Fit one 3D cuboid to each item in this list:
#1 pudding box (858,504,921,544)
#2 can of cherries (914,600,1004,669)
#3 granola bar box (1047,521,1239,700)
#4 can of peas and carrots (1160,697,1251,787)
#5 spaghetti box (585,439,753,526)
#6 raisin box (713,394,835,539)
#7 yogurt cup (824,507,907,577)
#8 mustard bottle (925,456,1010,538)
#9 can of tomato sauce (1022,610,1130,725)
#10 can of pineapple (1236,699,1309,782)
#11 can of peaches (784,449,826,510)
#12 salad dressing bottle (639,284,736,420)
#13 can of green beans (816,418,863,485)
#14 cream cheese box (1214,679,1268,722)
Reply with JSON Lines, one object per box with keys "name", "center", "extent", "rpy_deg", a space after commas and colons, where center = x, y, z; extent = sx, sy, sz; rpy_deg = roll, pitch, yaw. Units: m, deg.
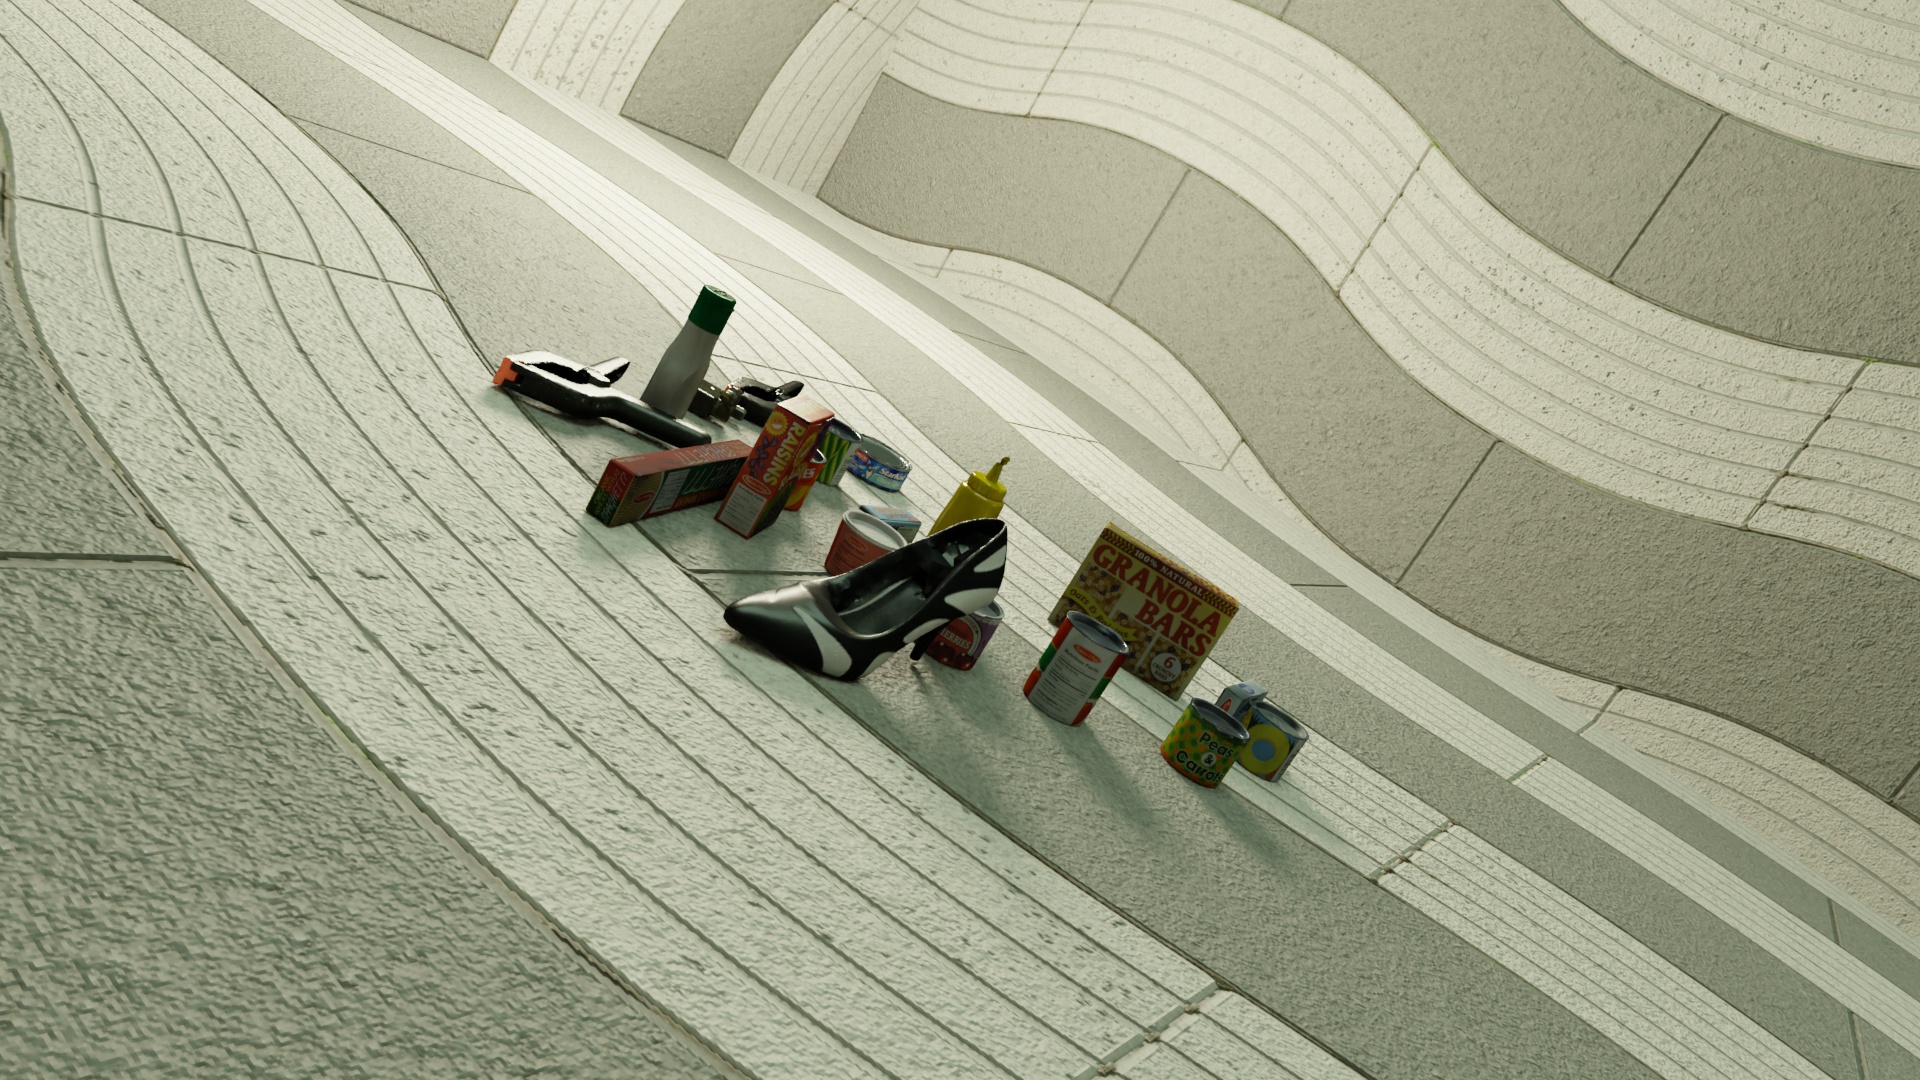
{"name": "pudding box", "center": [-0.078, -0.007, 1.377], "extent": [0.030, 0.049, 0.084], "rpy_deg": [37, 16, 24]}
{"name": "can of cherries", "center": [-0.004, 0.075, 1.240], "extent": [0.071, 0.058, 0.072], "rpy_deg": [29, 15, -8]}
{"name": "granola bar box", "center": [0.197, 0.075, 1.496], "extent": [0.165, 0.124, 0.039], "rpy_deg": [32, 14, 5]}
{"name": "can of peas and carrots", "center": [0.231, 0.192, 1.311], "extent": [0.071, 0.058, 0.071], "rpy_deg": [29, 15, -8]}
{"name": "spaghetti box", "center": [-0.243, -0.053, 1.211], "extent": [0.029, 0.050, 0.251], "rpy_deg": [33, 15, 9]}
{"name": "raisin box", "center": [-0.167, -0.068, 1.262], "extent": [0.040, 0.123, 0.086], "rpy_deg": [32, 14, 3]}
{"name": "yogurt cup", "center": [-0.090, 0.012, 1.287], "extent": [0.072, 0.053, 0.072], "rpy_deg": [29, 15, -8]}
{"name": "mustard bottle", "center": [0.005, -0.017, 1.356], "extent": [0.049, 0.159, 0.065], "rpy_deg": [35, 15, 15]}
{"name": "can of tomato sauce", "center": [0.105, 0.117, 1.266], "extent": [0.071, 0.083, 0.071], "rpy_deg": [29, 15, -8]}
{"name": "can of pineapple", "center": [0.313, 0.205, 1.429], "extent": [0.071, 0.057, 0.071], "rpy_deg": [29, 15, -8]}
{"name": "can of peaches", "center": [-0.175, -0.070, 1.379], "extent": [0.071, 0.058, 0.071], "rpy_deg": [29, 15, -8]}
{"name": "salad dressing bottle", "center": [-0.272, -0.183, 1.387], "extent": [0.044, 0.147, 0.064], "rpy_deg": [32, 14, 6]}
{"name": "can of green beans", "center": [-0.150, -0.101, 1.532], "extent": [0.071, 0.057, 0.071], "rpy_deg": [29, 15, -8]}
{"name": "cream cheese box", "center": [0.292, 0.179, 1.480], "extent": [0.024, 0.053, 0.104], "rpy_deg": [37, 16, 23]}
